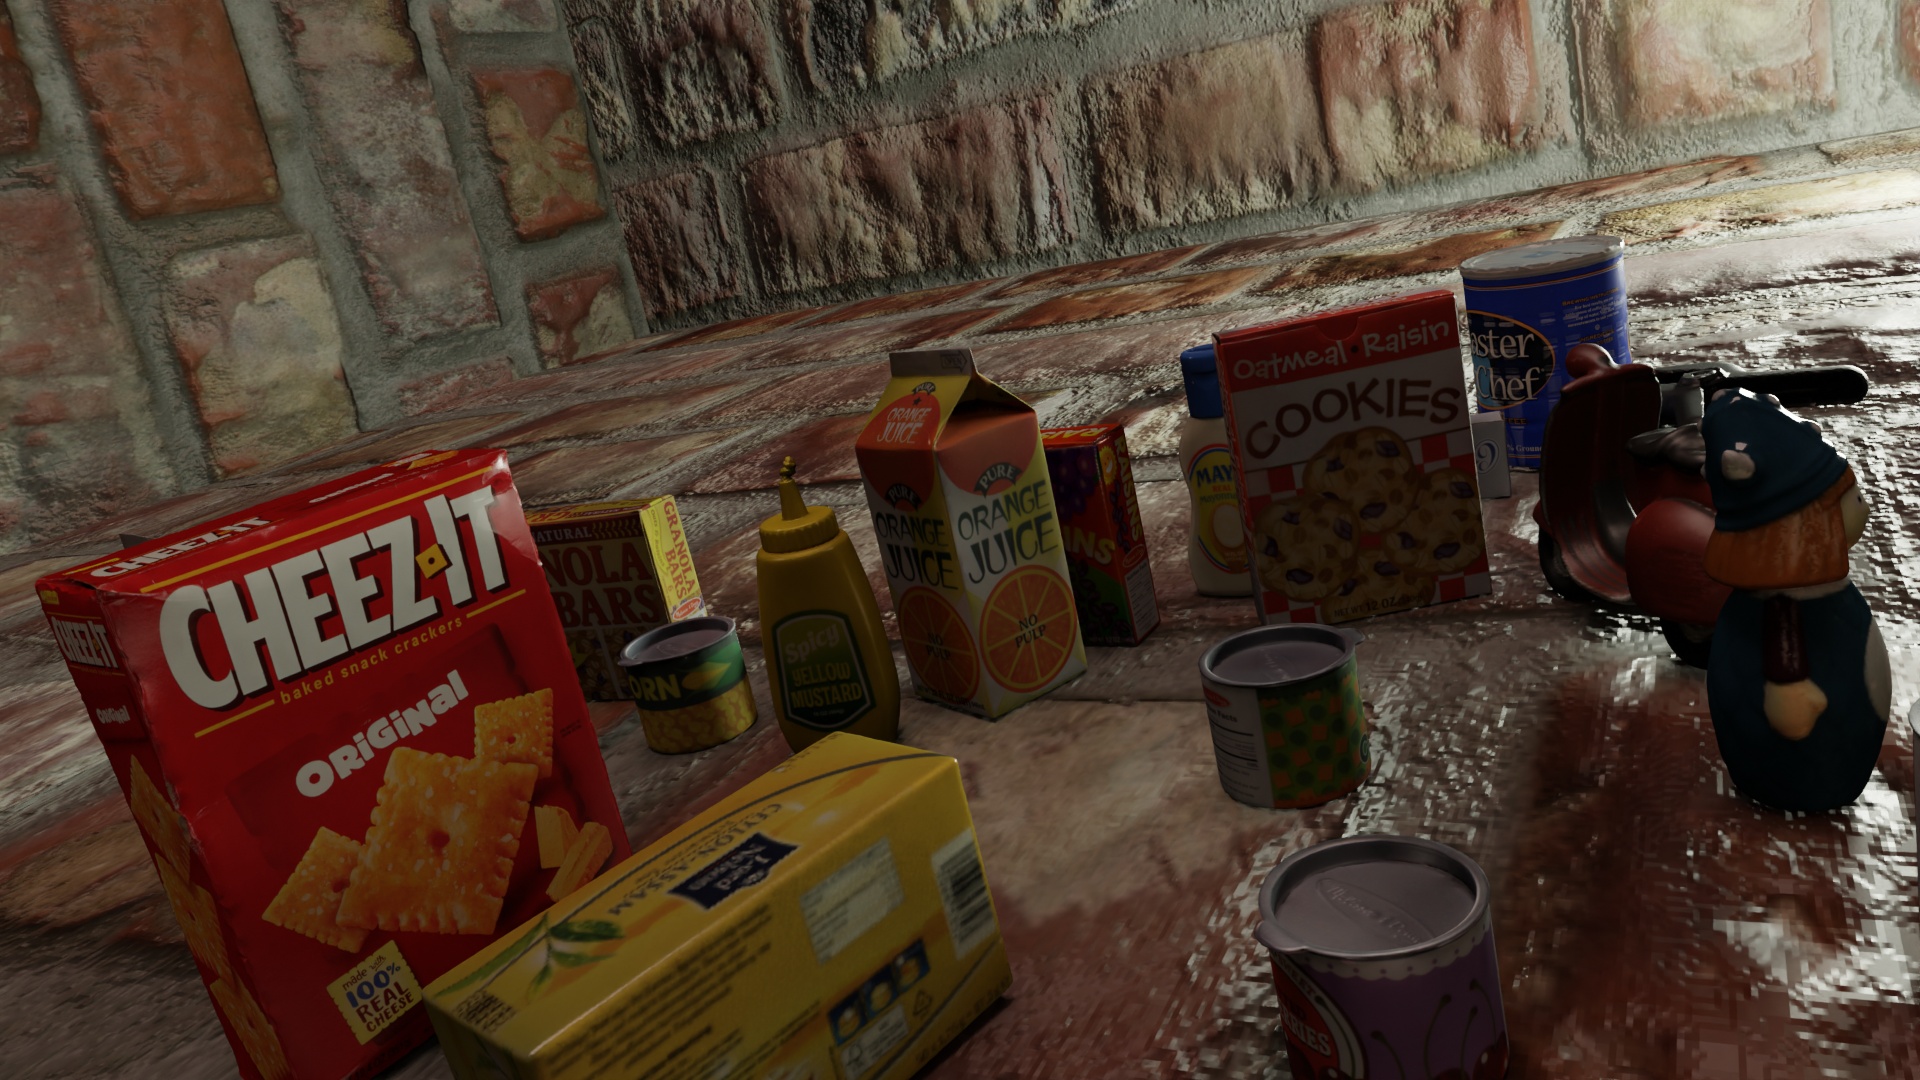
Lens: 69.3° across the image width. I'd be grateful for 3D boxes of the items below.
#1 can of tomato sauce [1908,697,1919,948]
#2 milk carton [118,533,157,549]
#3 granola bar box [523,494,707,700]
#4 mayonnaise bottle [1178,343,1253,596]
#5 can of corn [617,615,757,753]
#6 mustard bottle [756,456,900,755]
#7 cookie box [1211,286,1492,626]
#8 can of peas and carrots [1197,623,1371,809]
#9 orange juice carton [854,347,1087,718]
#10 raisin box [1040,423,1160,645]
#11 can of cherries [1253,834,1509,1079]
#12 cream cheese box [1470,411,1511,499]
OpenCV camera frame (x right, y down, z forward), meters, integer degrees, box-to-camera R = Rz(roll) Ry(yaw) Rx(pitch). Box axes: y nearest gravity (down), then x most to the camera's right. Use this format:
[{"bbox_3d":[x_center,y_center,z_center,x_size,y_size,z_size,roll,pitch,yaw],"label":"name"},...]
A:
[{"bbox_3d":[0.305,0.087,0.383,0.071,0.083,0.071,-12,15,3],"label":"can of tomato sauce"},{"bbox_3d":[-0.393,0.086,0.722,0.072,0.190,0.074,3,22,44],"label":"milk carton"},{"bbox_3d":[-0.245,0.040,0.891,0.165,0.124,0.039,-5,17,25],"label":"granola bar box"},{"bbox_3d":[0.159,-0.041,0.821,0.064,0.147,0.041,-4,17,28],"label":"mayonnaise bottle"},{"bbox_3d":[-0.156,0.083,0.795,0.071,0.058,0.071,-12,16,3],"label":"can of corn"},{"bbox_3d":[-0.074,0.035,0.711,0.065,0.159,0.049,-11,15,7],"label":"mustard bottle"},{"bbox_3d":[0.210,-0.042,0.747,0.123,0.167,0.040,-12,15,4],"label":"cookie box"},{"bbox_3d":[0.142,0.074,0.598,0.071,0.058,0.071,-12,16,3],"label":"can of peas and carrots"},{"bbox_3d":[0.003,-0.009,0.747,0.073,0.192,0.072,-23,19,-34],"label":"orange juice carton"},{"bbox_3d":[0.060,-0.002,0.805,0.086,0.123,0.040,-1,19,35],"label":"raisin box"},{"bbox_3d":[0.124,0.131,0.416,0.071,0.058,0.072,-12,16,3],"label":"can of cherries"},{"bbox_3d":[0.306,-0.051,0.914,0.104,0.053,0.024,-7,16,20],"label":"cream cheese box"}]
